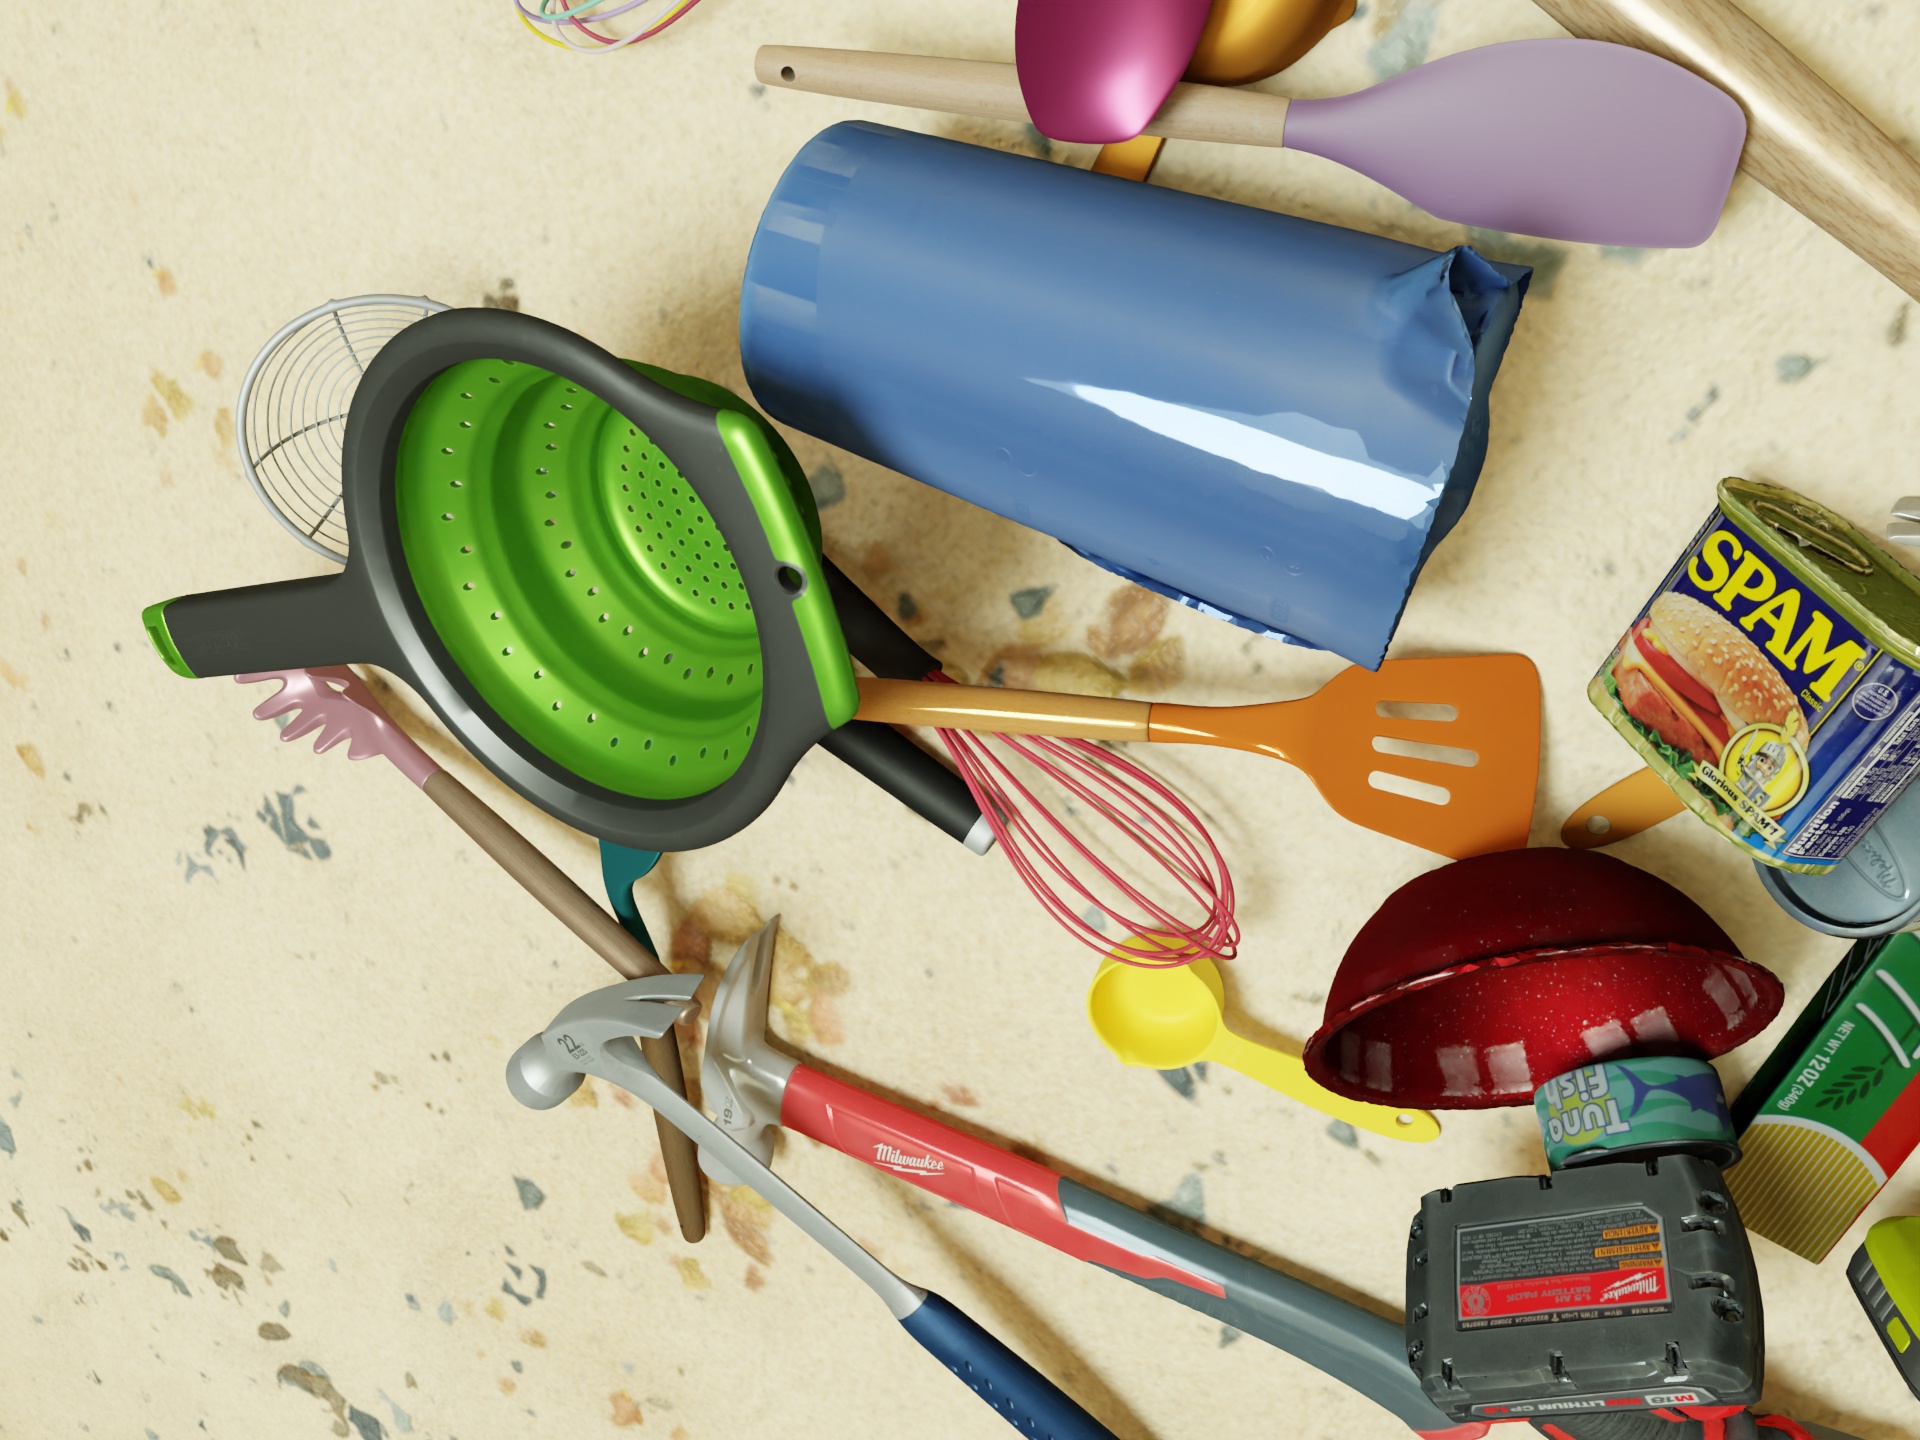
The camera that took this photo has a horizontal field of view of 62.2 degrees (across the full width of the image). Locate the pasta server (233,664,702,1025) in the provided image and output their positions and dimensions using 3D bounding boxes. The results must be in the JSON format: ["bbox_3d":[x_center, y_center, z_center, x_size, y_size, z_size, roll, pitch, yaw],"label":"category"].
[{"bbox_3d":[-0.243,0.049,0.769,0.316,0.040,0.060,36,136,21],"label":"pasta server"}]

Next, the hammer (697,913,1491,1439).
[{"bbox_3d":[0.055,0.215,0.725,0.386,0.038,0.143,19,115,18],"label":"hammer"}]

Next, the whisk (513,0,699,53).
[{"bbox_3d":[-0.062,-0.302,0.577,0.245,0.051,0.047,-14,124,25],"label":"whisk"}]

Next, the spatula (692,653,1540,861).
[{"bbox_3d":[0.050,0.001,0.603,0.322,0.041,0.081,5,83,17],"label":"spatula"}]

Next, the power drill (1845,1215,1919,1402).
[{"bbox_3d":[0.372,0.124,0.496,0.171,0.080,0.223,5,114,4],"label":"power drill"}]

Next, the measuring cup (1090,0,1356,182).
[{"bbox_3d":[0.064,-0.220,0.537,0.095,0.052,0.173,34,119,10],"label":"measuring cup"}]

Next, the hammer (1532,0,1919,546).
[{"bbox_3d":[0.246,-0.172,0.474,0.331,0.031,0.130,43,134,8],"label":"hammer"}]

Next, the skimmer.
[{"bbox_3d":[-0.139,-0.049,0.679,0.363,0.090,0.127,35,105,7],"label":"skimmer"}]

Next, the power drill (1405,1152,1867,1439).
[{"bbox_3d":[0.266,0.255,0.586,0.143,0.079,0.219,-19,126,31],"label":"power drill"}]

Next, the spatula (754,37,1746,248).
[{"bbox_3d":[0.079,-0.196,0.509,0.316,0.018,0.059,12,130,16],"label":"spatula"}]

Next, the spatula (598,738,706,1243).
[{"bbox_3d":[-0.142,0.137,0.787,0.082,0.044,0.317,31,133,46],"label":"spatula"}]

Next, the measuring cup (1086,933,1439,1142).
[{"bbox_3d":[0.129,0.137,0.672,0.156,0.029,0.062,24,121,2],"label":"measuring cup"}]

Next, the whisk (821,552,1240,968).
[{"bbox_3d":[-0.001,-0.002,0.654,0.296,0.073,0.073,42,122,11],"label":"whisk"}]

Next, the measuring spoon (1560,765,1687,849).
[{"bbox_3d":[0.265,0.018,0.562,0.117,0.011,0.021,-35,93,32],"label":"measuring spoon"}]

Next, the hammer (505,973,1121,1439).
[{"bbox_3d":[-0.028,0.264,0.738,0.405,0.035,0.144,42,136,-8],"label":"hammer"}]

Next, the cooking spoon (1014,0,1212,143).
[{"bbox_3d":[0.062,-0.337,0.471,0.069,0.017,0.319,15,102,30],"label":"cooking spoon"}]

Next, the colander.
[{"bbox_3d":[-0.185,-0.059,0.629,0.397,0.094,0.204,-2,117,35],"label":"colander"}]
